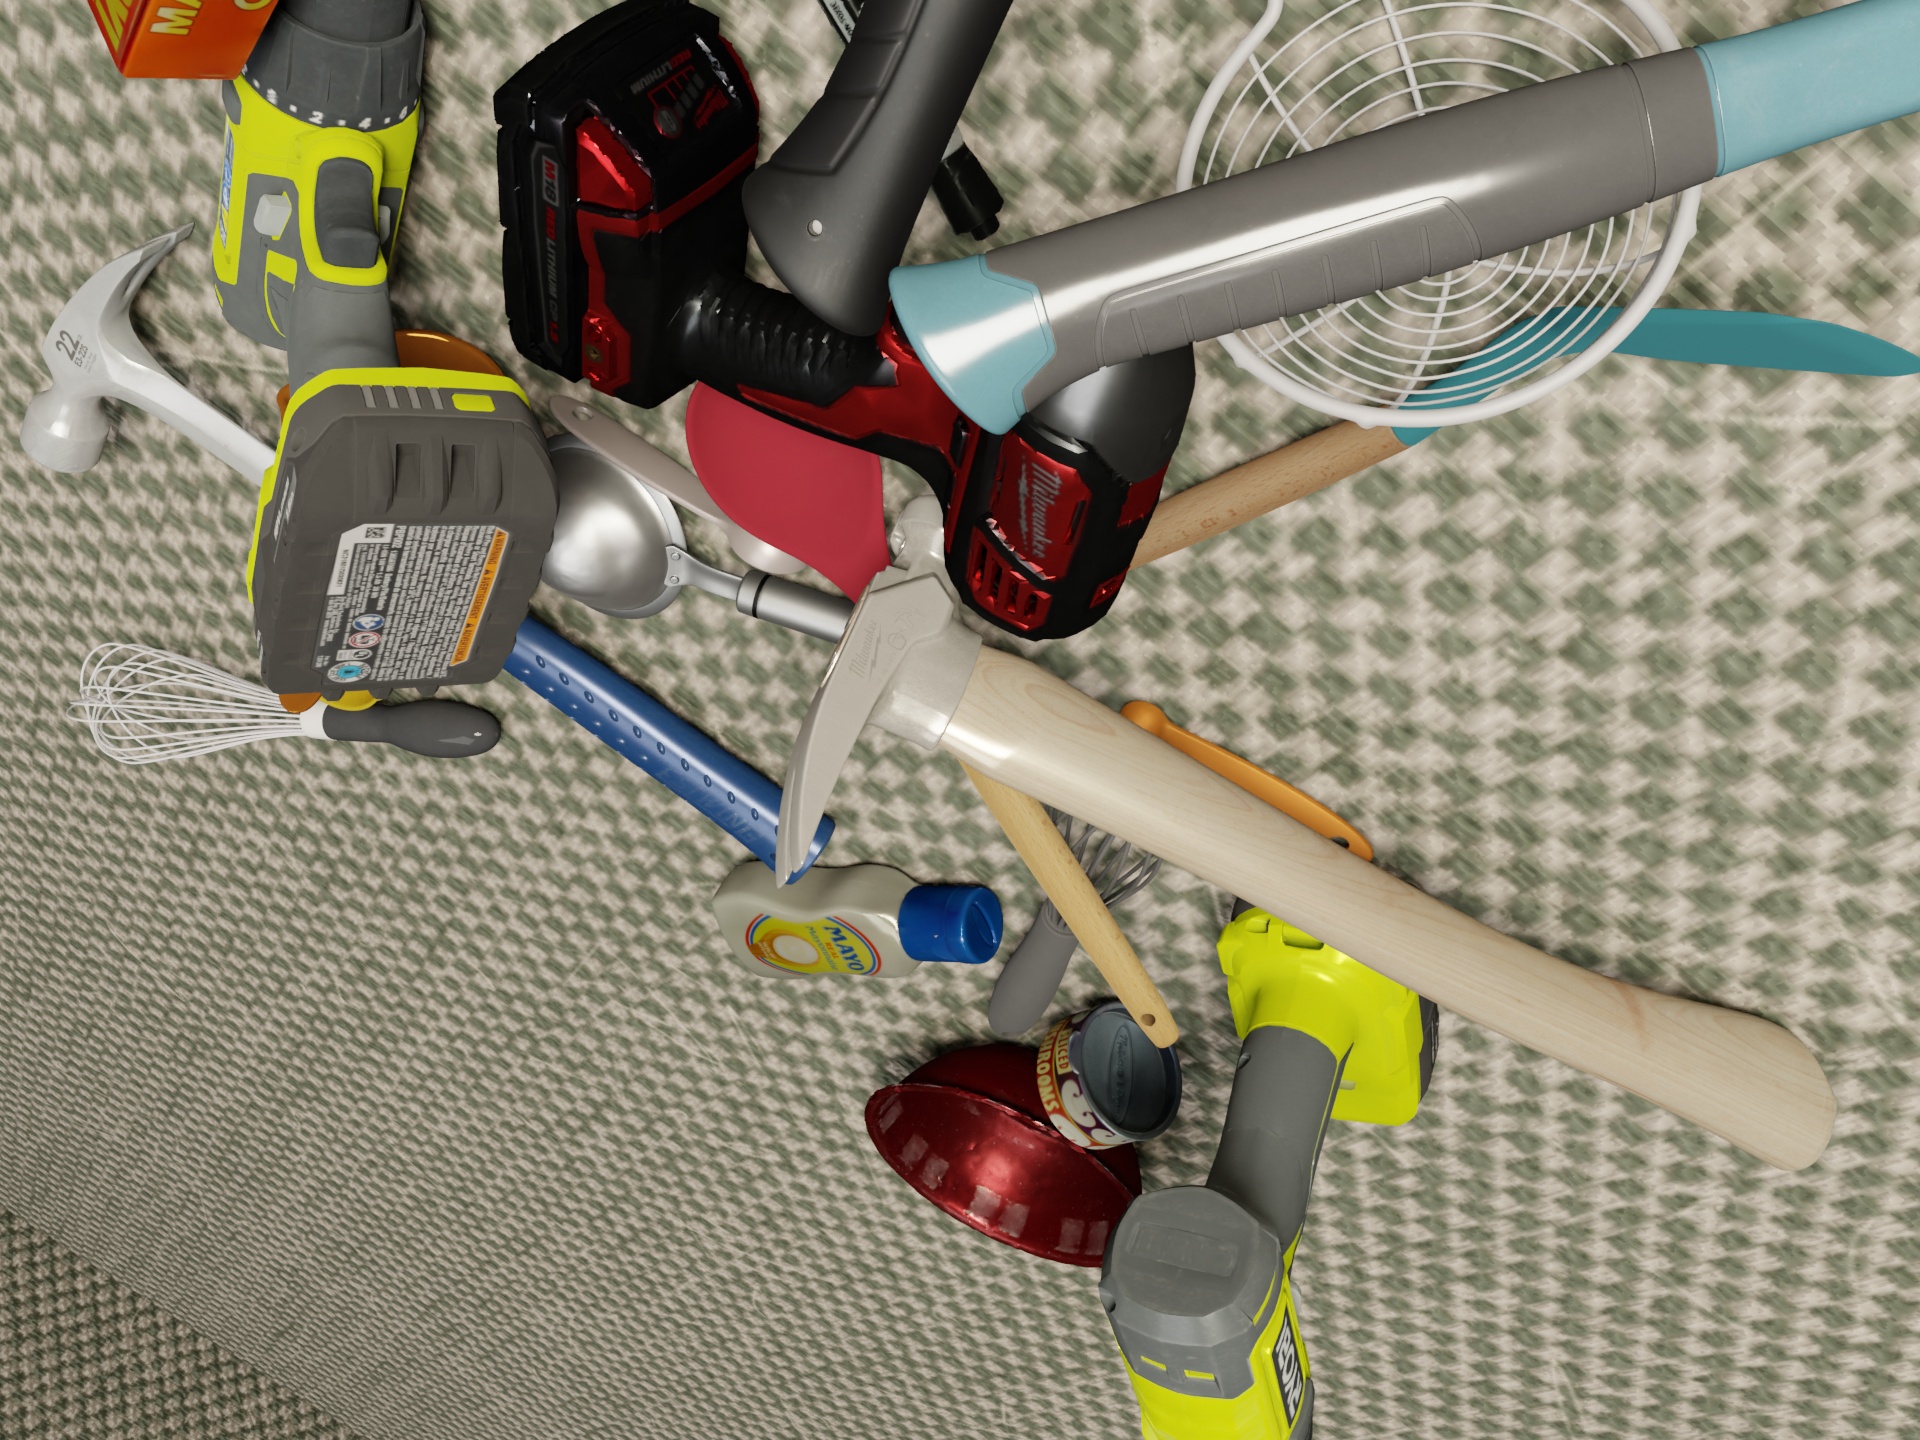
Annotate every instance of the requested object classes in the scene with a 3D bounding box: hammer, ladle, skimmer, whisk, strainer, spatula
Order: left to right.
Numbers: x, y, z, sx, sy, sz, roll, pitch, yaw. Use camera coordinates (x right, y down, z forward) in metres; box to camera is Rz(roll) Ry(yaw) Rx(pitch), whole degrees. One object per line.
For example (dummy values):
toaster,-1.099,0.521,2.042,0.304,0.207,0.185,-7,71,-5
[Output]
whisk,-0.370,-0.004,0.861,0.285,0.070,0.070,4,133,20
hammer,-0.227,-0.057,0.723,0.405,0.035,0.144,36,127,-10
strainer,-0.093,-0.055,0.656,0.258,0.050,0.086,18,130,9
ladle,-0.001,-0.002,0.611,0.069,0.031,0.315,-29,100,25
whisk,0.044,0.089,0.713,0.055,0.055,0.238,26,143,5
hammer,0.037,-0.230,0.318,0.146,0.035,0.334,30,119,3
skimmer,0.045,-0.234,0.351,0.127,0.090,0.363,-30,113,16
spatula,0.118,-0.074,0.501,0.317,0.082,0.044,-20,76,46
hammer,0.136,0.073,0.567,0.410,0.146,0.038,27,155,-9
hammer,0.146,-0.125,0.344,0.331,0.033,0.128,-14,107,11

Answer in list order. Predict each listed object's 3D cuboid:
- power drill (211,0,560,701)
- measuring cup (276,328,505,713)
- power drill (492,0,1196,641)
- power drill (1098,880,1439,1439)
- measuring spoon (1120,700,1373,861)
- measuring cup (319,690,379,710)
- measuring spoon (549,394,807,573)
power drill,-0.197,-0.141,0.521,0.080,0.229,0.190,-4,153,-31
measuring cup,-0.226,-0.070,0.620,0.095,0.174,0.052,10,153,-1
power drill,-0.032,-0.126,0.491,0.220,0.078,0.143,31,144,10
power drill,0.124,0.180,0.618,0.080,0.223,0.171,5,133,27
measuring spoon,0.113,0.027,0.634,0.117,0.011,0.021,31,140,-1
measuring cup,-0.290,-0.067,0.777,0.062,0.029,0.156,32,128,-5
measuring spoon,-0.110,-0.099,0.629,0.124,0.034,0.018,33,130,4
